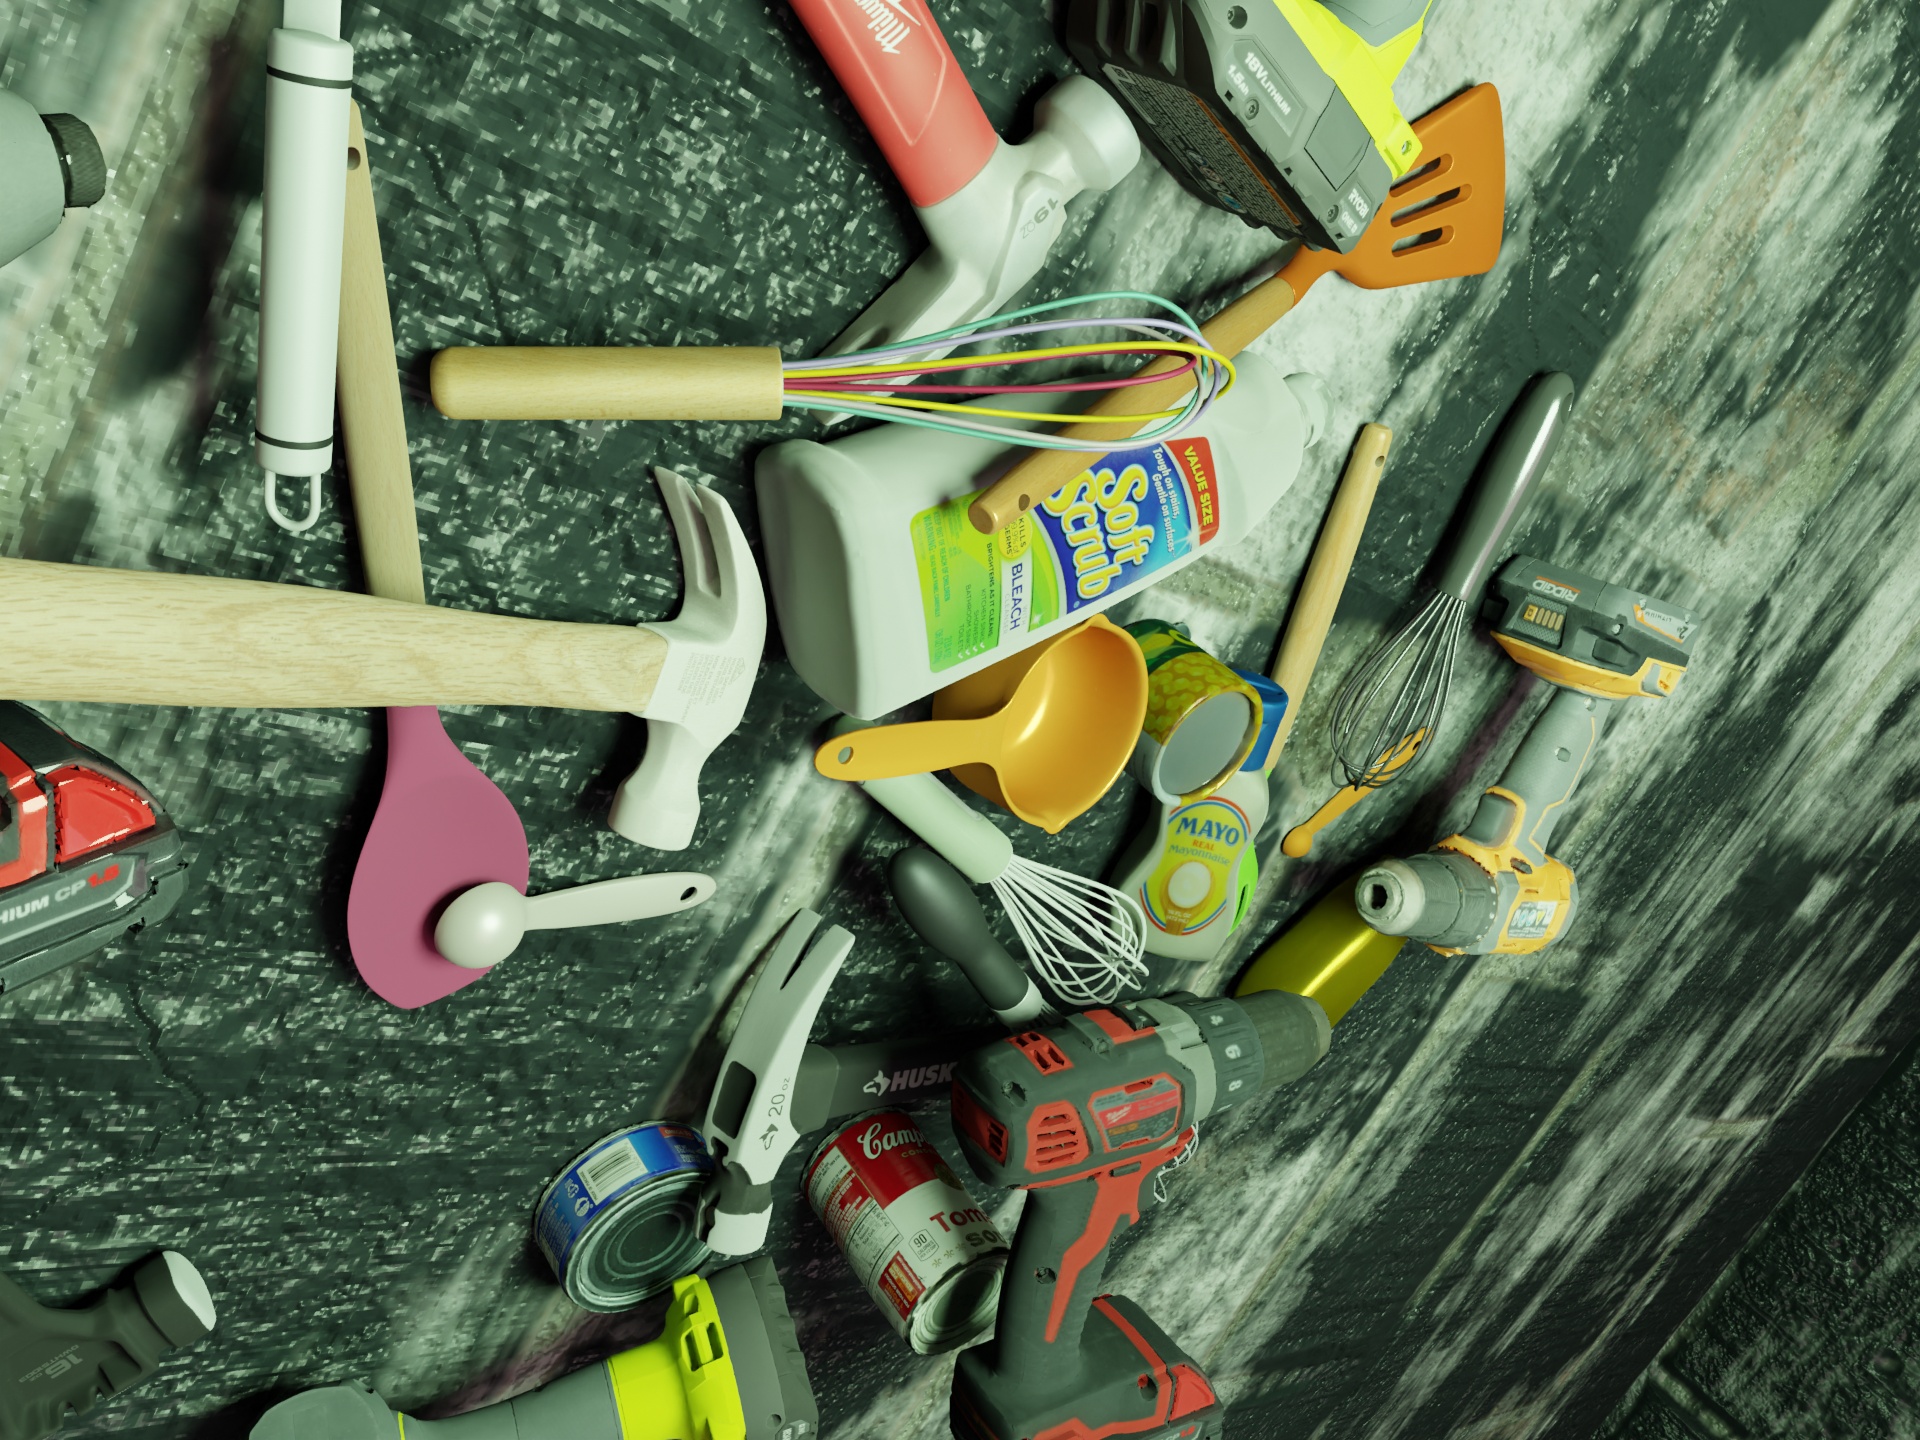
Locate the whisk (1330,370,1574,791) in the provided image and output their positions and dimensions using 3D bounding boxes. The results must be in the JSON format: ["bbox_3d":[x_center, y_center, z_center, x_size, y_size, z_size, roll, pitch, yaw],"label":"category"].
[{"bbox_3d":[0.252,-0.067,0.819,0.055,0.055,0.239,7,112,-44],"label":"whisk"}]

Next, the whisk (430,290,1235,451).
[{"bbox_3d":[-0.033,-0.105,0.483,0.245,0.047,0.051,-2,104,-11],"label":"whisk"}]

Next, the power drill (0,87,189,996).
[{"bbox_3d":[-0.257,-0.040,0.365,0.143,0.079,0.219,-30,135,-46],"label":"power drill"}]

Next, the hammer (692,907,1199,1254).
[{"bbox_3d":[0.018,0.161,0.788,0.334,0.035,0.146,4,104,-47],"label":"hammer"}]

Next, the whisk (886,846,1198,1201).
[{"bbox_3d":[0.038,0.147,0.739,0.070,0.070,0.284,-41,129,-7],"label":"whisk"}]

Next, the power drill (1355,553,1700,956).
[{"bbox_3d":[0.308,0.027,0.886,0.185,0.084,0.226,7,106,-44],"label":"power drill"}]

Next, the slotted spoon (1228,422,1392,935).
[{"bbox_3d":[0.157,0.000,0.802,0.070,0.031,0.313,-5,123,-33],"label":"slotted spoon"}]

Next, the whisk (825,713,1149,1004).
[{"bbox_3d":[0.018,0.065,0.711,0.059,0.058,0.246,-52,133,-7],"label":"whisk"}]

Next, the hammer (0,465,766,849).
[{"bbox_3d":[-0.160,-0.021,0.435,0.331,0.031,0.130,2,111,-62],"label":"hammer"}]

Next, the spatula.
[{"bbox_3d":[0.115,-0.150,0.597,0.322,0.041,0.081,-41,133,-34],"label":"spatula"}]

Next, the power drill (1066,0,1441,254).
[{"bbox_3d":[0.140,-0.287,0.523,0.171,0.080,0.223,27,98,-49],"label":"power drill"}]

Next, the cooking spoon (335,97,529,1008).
[{"bbox_3d":[-0.175,-0.030,0.496,0.069,0.017,0.318,-25,136,-37],"label":"cooking spoon"}]

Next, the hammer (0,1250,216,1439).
[{"bbox_3d":[-0.350,0.127,0.459,0.127,0.034,0.336,-30,137,-21],"label":"hammer"}]

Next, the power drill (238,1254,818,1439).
[{"bbox_3d":[-0.186,0.330,0.705,0.228,0.080,0.190,-12,141,-18],"label":"power drill"}]

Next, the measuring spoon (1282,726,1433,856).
[{"bbox_3d":[0.230,0.041,0.907,0.117,0.011,0.021,-37,139,-12],"label":"measuring spoon"}]

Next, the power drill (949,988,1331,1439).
[{"bbox_3d":[0.081,0.230,0.725,0.188,0.080,0.226,-8,111,-29],"label":"power drill"}]

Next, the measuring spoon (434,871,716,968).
[{"bbox_3d":[-0.139,0.074,0.601,0.124,0.018,0.034,-4,125,-48],"label":"measuring spoon"}]

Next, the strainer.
[{"bbox_3d":[-0.154,-0.165,0.375,0.087,0.050,0.258,9,116,-11],"label":"strainer"}]

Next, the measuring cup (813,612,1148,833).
[{"bbox_3d":[-0.001,-0.002,0.631,0.173,0.052,0.095,-7,115,-41],"label":"measuring cup"}]

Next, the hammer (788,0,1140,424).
[{"bbox_3d":[-0.077,-0.240,0.399,0.143,0.038,0.385,-43,140,-2],"label":"hammer"}]
